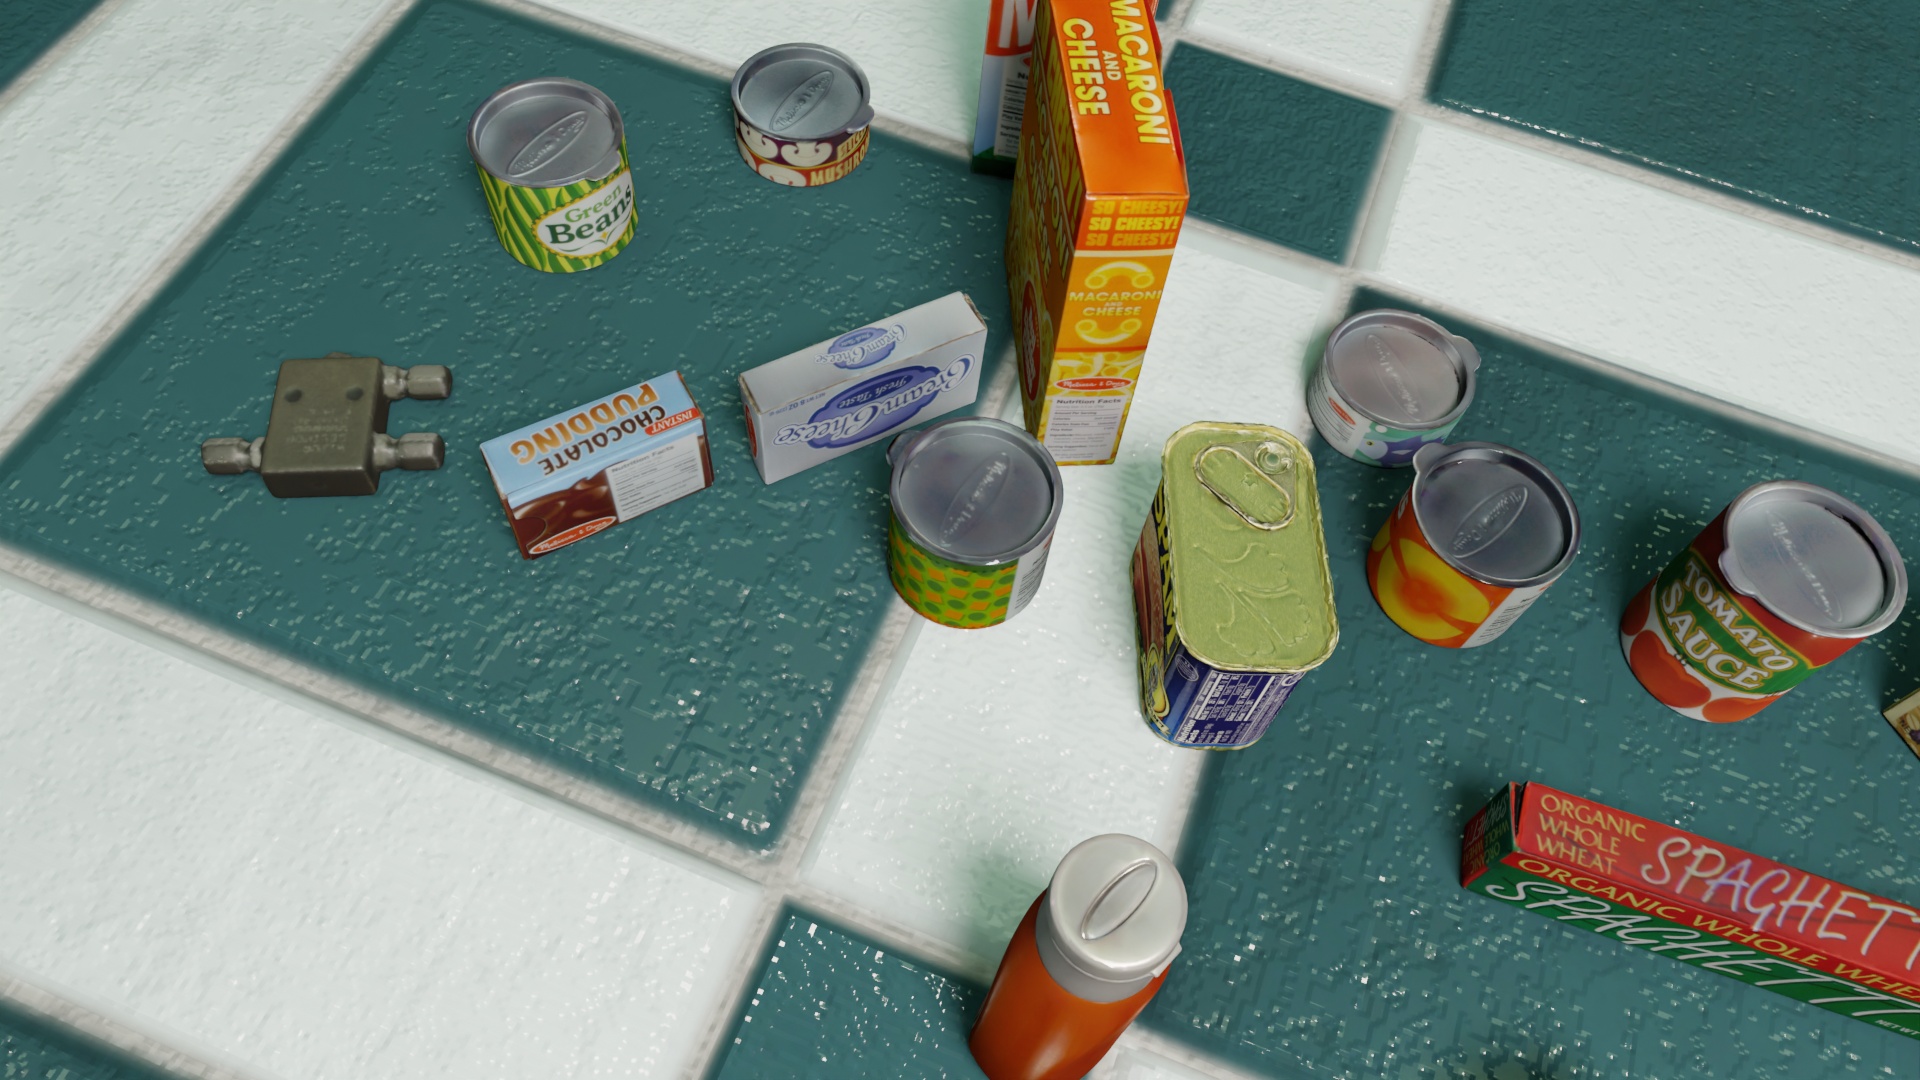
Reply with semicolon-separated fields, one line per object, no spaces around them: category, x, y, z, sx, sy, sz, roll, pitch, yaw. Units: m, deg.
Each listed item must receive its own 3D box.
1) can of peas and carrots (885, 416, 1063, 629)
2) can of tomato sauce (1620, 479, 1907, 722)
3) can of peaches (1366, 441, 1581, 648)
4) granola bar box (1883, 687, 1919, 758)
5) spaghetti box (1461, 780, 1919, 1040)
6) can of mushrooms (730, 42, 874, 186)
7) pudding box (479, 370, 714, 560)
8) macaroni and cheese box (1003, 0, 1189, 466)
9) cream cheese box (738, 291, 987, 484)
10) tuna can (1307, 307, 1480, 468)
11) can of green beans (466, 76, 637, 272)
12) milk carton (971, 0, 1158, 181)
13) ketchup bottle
can of peas and carrots;0.002;-0.007;0.549;0.071;0.058;0.071;2;60;-3
can of tomato sauce;0.307;0.027;0.540;0.071;0.082;0.071;2;60;-3
can of peaches;0.203;0.001;0.561;0.071;0.057;0.071;2;60;-3
granola bar box;0.429;0.100;0.484;0.039;0.123;0.166;-20;63;-15
spaghetti box;0.307;0.143;0.491;0.250;0.050;0.029;18;60;6
can of mushrooms;-0.075;-0.205;0.673;0.071;0.033;0.071;2;60;-3
pudding box;-0.143;-0.030;0.555;0.084;0.049;0.030;-25;65;-18
macaroni and cheese box;0.049;-0.126;0.560;0.040;0.165;0.124;-2;60;-6
cream cheese box;-0.040;-0.064;0.581;0.104;0.053;0.024;-24;65;-17
tuna can;0.192;-0.068;0.615;0.071;0.032;0.071;2;60;-4
can of green beans;-0.182;-0.163;0.626;0.071;0.057;0.071;2;60;-3
milk carton;0.053;-0.250;0.619;0.073;0.189;0.073;12;60;2
ketchup bottle;0.037;0.129;0.420;0.043;0.148;0.065;41;65;18
